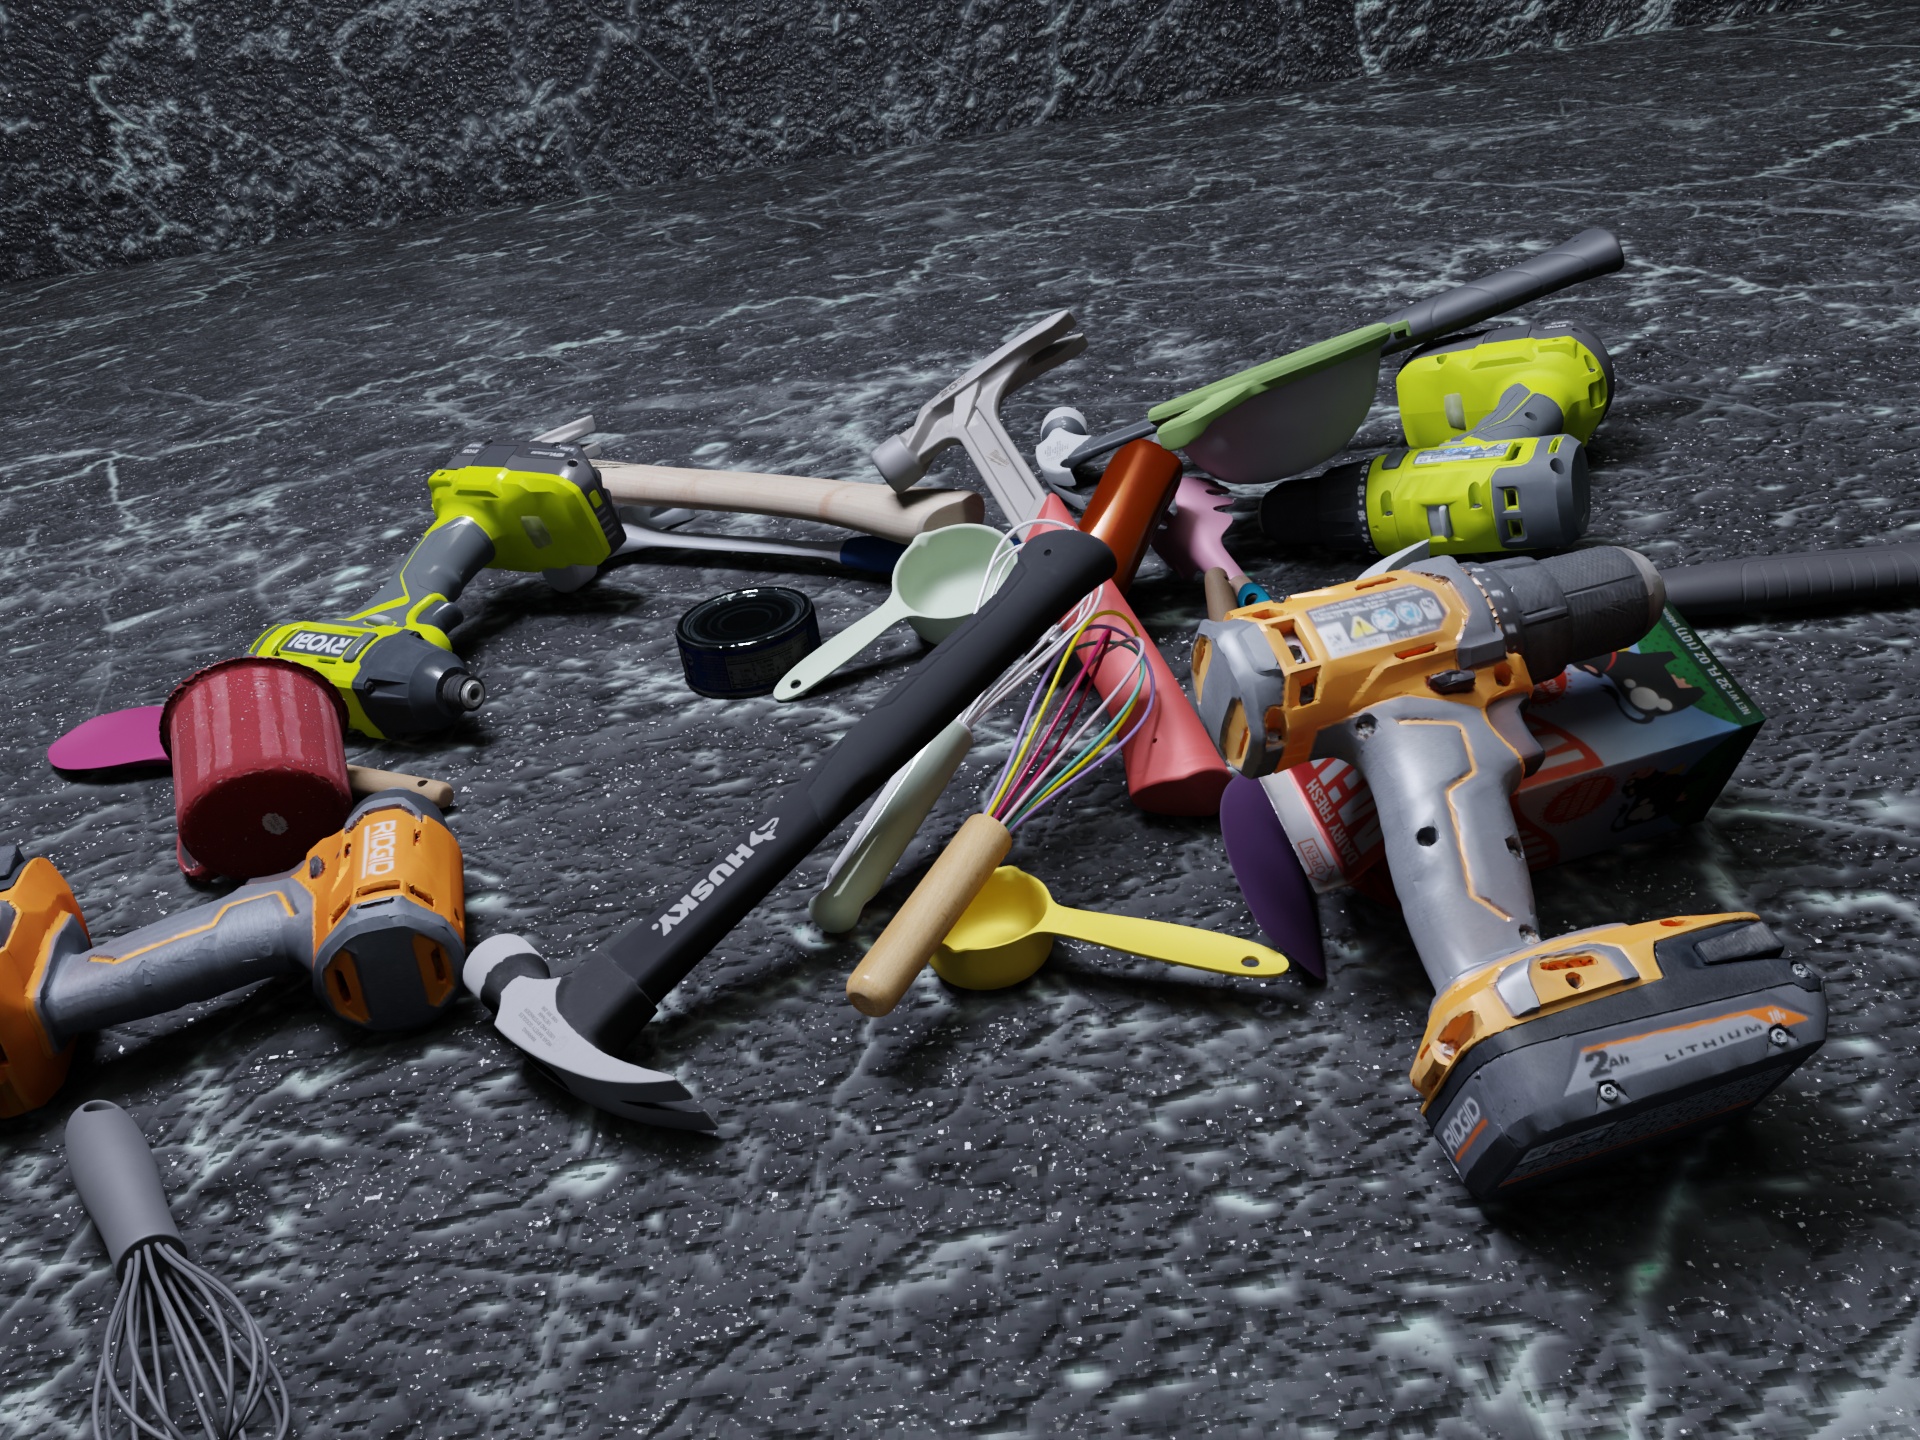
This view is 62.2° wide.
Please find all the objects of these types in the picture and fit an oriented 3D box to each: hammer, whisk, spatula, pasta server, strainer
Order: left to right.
[{"bbox_3d":[-0.287,0.191,0.557,0.055,0.055,0.239,-26,28,-28],"label":"whisk"},{"bbox_3d":[-0.161,-0.162,1.095,0.411,0.038,0.146,10,33,30],"label":"hammer"},{"bbox_3d":[-0.081,-0.117,1.065,0.405,0.035,0.144,7,32,27],"label":"hammer"},{"bbox_3d":[-0.051,0.031,0.682,0.335,0.035,0.146,-44,42,-18],"label":"hammer"},{"bbox_3d":[-0.001,-0.002,0.752,0.059,0.057,0.246,35,64,-5],"label":"whisk"},{"bbox_3d":[0.021,0.031,0.681,0.051,0.047,0.245,21,48,21],"label":"whisk"},{"bbox_3d":[0.064,-0.088,0.853,0.149,0.036,0.360,-34,45,8],"label":"hammer"},{"bbox_3d":[0.134,0.004,0.751,0.018,0.059,0.316,-40,22,25],"label":"spatula"},{"bbox_3d":[0.172,-0.165,0.918,0.151,0.069,0.256,-15,12,31],"label":"strainer"},{"bbox_3d":[0.170,-0.059,0.877,0.040,0.060,0.317,21,23,-29],"label":"pasta server"},{"bbox_3d":[0.241,-0.244,1.089,0.409,0.036,0.149,-19,25,16],"label":"hammer"},{"bbox_3d":[0.370,-0.066,0.842,0.331,0.033,0.128,-5,30,7],"label":"hammer"}]

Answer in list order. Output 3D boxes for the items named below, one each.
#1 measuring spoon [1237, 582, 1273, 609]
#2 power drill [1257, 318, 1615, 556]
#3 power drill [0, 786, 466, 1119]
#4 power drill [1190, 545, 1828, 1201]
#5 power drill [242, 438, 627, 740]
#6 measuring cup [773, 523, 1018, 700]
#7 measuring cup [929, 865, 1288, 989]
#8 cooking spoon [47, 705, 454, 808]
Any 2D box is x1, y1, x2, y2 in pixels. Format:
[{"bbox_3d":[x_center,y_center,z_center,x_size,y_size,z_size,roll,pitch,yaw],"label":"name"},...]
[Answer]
[{"bbox_3d":[0.159,-0.035,0.817,0.042,0.021,0.129,-36,38,21],"label":"measuring spoon"},{"bbox_3d":[0.308,-0.171,1.006,0.190,0.080,0.228,-1,31,34],"label":"power drill"},{"bbox_3d":[-0.340,0.091,0.719,0.226,0.084,0.164,-11,27,-12],"label":"power drill"},{"bbox_3d":[0.206,0.033,0.566,0.185,0.084,0.226,-15,56,-10],"label":"power drill"},{"bbox_3d":[-0.316,-0.080,0.996,0.171,0.080,0.223,7,47,29],"label":"power drill"},{"bbox_3d":[-0.036,-0.052,0.940,0.167,0.038,0.083,-35,51,-10],"label":"measuring cup"},{"bbox_3d":[0.056,0.095,0.648,0.156,0.029,0.062,8,33,24],"label":"measuring cup"},{"bbox_3d":[-0.416,0.025,0.922,0.319,0.017,0.069,6,36,27],"label":"cooking spoon"}]
